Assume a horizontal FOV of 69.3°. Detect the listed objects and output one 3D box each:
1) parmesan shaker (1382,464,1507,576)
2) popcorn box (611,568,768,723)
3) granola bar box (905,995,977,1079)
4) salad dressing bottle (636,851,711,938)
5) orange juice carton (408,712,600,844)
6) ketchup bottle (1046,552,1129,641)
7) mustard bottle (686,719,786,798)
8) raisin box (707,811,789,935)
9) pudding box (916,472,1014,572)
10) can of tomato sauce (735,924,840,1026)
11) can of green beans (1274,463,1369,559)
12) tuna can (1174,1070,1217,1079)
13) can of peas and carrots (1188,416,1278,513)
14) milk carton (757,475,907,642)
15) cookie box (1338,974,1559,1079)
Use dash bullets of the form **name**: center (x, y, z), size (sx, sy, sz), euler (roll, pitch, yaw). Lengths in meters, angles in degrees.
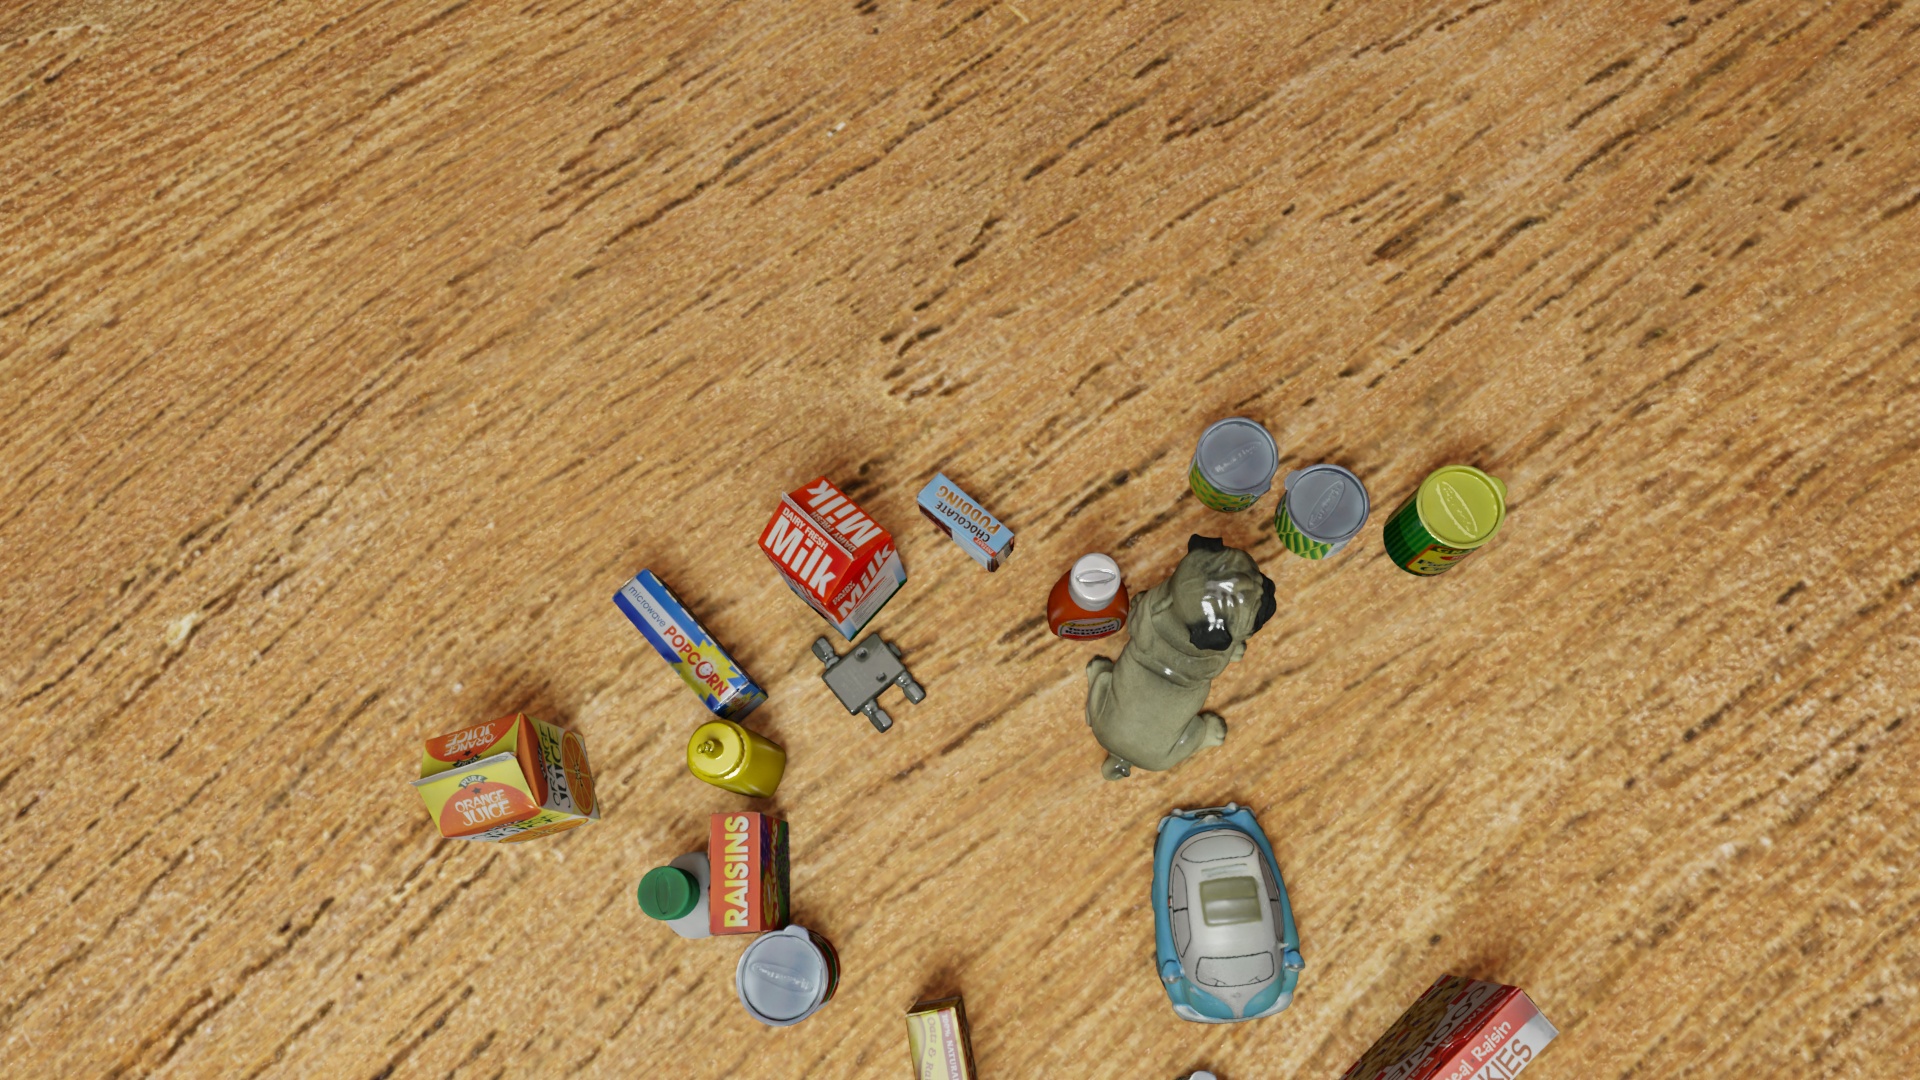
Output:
- **parmesan shaker**: center (0.382, -0.014, 1.097), size (0.071, 0.103, 0.071), euler (-1, 75, 2)
- **popcorn box**: center (-0.213, 0.085, 1.101), size (0.038, 0.085, 0.127), euler (-42, 78, -8)
- **granola bar box**: center (-0.003, 0.413, 0.984), size (0.039, 0.124, 0.166), euler (-11, 75, 0)
- **salad dressing bottle**: center (-0.201, 0.260, 1.021), size (0.044, 0.147, 0.064), euler (-8, 75, 0)
- **orange juice carton**: center (-0.334, 0.177, 1.025), size (0.072, 0.192, 0.073), euler (-16, 75, -2)
- **ketchup bottle**: center (0.100, 0.043, 1.068), size (0.065, 0.148, 0.043), euler (-5, 75, 1)
- **mustard bottle**: center (-0.172, 0.162, 1.040), size (0.065, 0.160, 0.049), euler (16, 77, 6)
- **raisin box**: center (-0.156, 0.248, 1.035), size (0.040, 0.123, 0.086), euler (-2, 75, 2)
- **pudding box**: center (0.004, -0.014, 1.138), size (0.084, 0.049, 0.030), euler (40, 80, 11)
- **can of tomato sauce**: center (-0.126, 0.322, 1.035), size (0.071, 0.083, 0.071), euler (-1, 75, 2)
- **can of green beans**: center (0.292, -0.023, 1.126), size (0.071, 0.057, 0.071), euler (-1, 75, 2)
- **tuna can**: center (0.176, 0.426, 1.021), size (0.071, 0.032, 0.071), euler (-1, 75, 2)
- **can of peas and carrots**: center (0.224, -0.059, 1.138), size (0.071, 0.058, 0.071), euler (-1, 75, 2)
- **milk carton**: center (-0.097, 0.012, 1.062), size (0.072, 0.190, 0.073), euler (41, 81, 11)
- **cookie box**: center (0.330, 0.360, 0.963), size (0.123, 0.167, 0.040), euler (-41, 78, -8)
